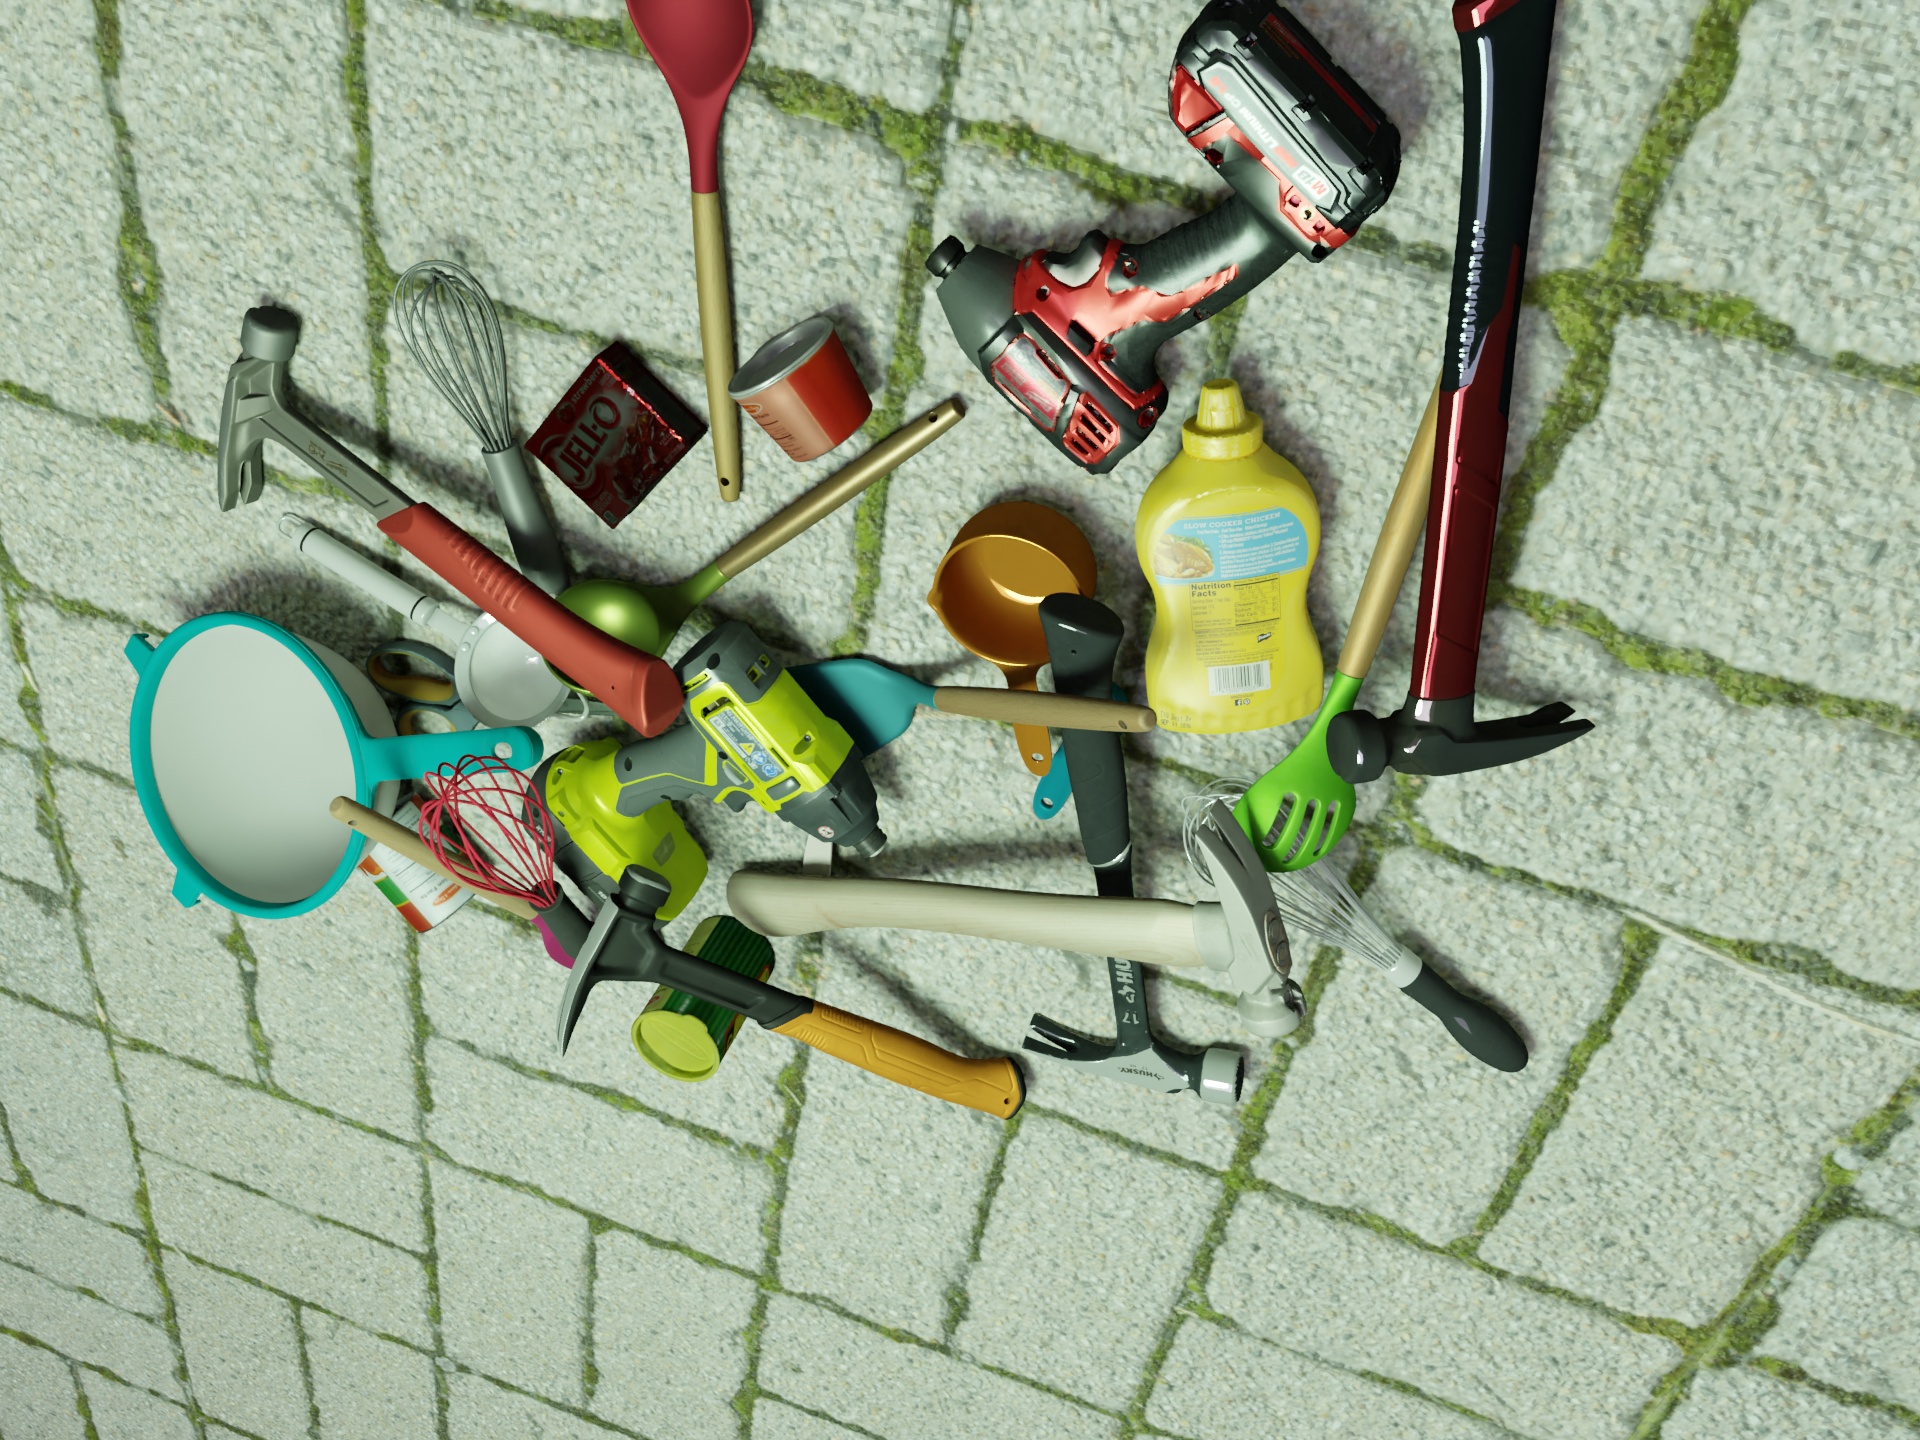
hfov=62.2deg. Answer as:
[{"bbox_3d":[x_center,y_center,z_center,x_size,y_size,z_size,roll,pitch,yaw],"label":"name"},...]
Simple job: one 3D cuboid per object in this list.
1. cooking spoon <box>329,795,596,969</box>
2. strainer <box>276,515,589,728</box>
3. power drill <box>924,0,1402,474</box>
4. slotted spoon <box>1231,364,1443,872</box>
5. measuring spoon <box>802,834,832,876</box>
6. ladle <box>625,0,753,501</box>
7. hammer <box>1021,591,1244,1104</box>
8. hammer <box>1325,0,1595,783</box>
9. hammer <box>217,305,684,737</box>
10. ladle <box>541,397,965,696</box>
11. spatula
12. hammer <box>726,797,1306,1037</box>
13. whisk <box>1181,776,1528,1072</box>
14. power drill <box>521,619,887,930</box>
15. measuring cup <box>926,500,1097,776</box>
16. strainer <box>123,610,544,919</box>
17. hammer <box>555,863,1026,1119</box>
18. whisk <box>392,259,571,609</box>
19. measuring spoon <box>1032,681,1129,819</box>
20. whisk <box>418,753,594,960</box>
[{"bbox_3d":[-0.307,0.119,1.080,0.069,0.017,0.318,-22,146,16],"label":"cooking spoon"},{"bbox_3d":[-0.345,-0.069,1.051,0.258,0.050,0.087,31,91,6],"label":"strainer"},{"bbox_3d":[0.087,-0.231,0.762,0.143,0.079,0.219,42,129,-10],"label":"power drill"},{"bbox_3d":[0.210,-0.048,0.830,0.070,0.031,0.313,8,114,-14],"label":"slotted spoon"},{"bbox_3d":[-0.092,0.080,1.076,0.034,0.018,0.124,25,135,13],"label":"measuring spoon"},{"bbox_3d":[-0.134,-0.259,0.854,0.069,0.031,0.315,13,128,15],"label":"ladle"},{"bbox_3d":[0.088,0.092,0.969,0.149,0.036,0.408,5,132,20],"label":"hammer"},{"bbox_3d":[0.258,-0.152,0.757,0.143,0.038,0.386,-8,117,-13],"label":"hammer"},{"bbox_3d":[-0.318,-0.099,0.973,0.359,0.037,0.149,36,127,12],"label":"hammer"},{"bbox_3d":[-0.129,-0.104,0.938,0.320,0.062,0.078,-29,73,29],"label":"ladle"},{"bbox_3d":[-0.001,-0.003,0.910,0.318,0.044,0.082,5,132,56],"label":"spatula"},{"bbox_3d":[0.005,0.111,0.984,0.411,0.038,0.146,0,125,37],"label":"hammer"},{"bbox_3d":[0.242,0.130,0.961,0.284,0.070,0.070,38,127,-14],"label":"whisk"},{"bbox_3d":[-0.165,0.050,1.030,0.223,0.080,0.171,-27,111,36],"label":"power drill"},{"bbox_3d":[0.040,-0.047,0.918,0.095,0.052,0.173,3,131,18],"label":"measuring cup"},{"bbox_3d":[-0.405,0.021,1.079,0.340,0.095,0.211,-4,98,23],"label":"strainer"},{"bbox_3d":[-0.101,0.212,1.073,0.336,0.034,0.127,26,94,-24],"label":"hammer"},{"bbox_3d":[-0.281,-0.163,0.960,0.055,0.055,0.238,2,127,19],"label":"whisk"},{"bbox_3d":[0.071,0.017,0.973,0.042,0.021,0.128,32,137,8],"label":"measuring spoon"},{"bbox_3d":[-0.270,0.103,1.009,0.073,0.073,0.295,12,153,12],"label":"whisk"}]
